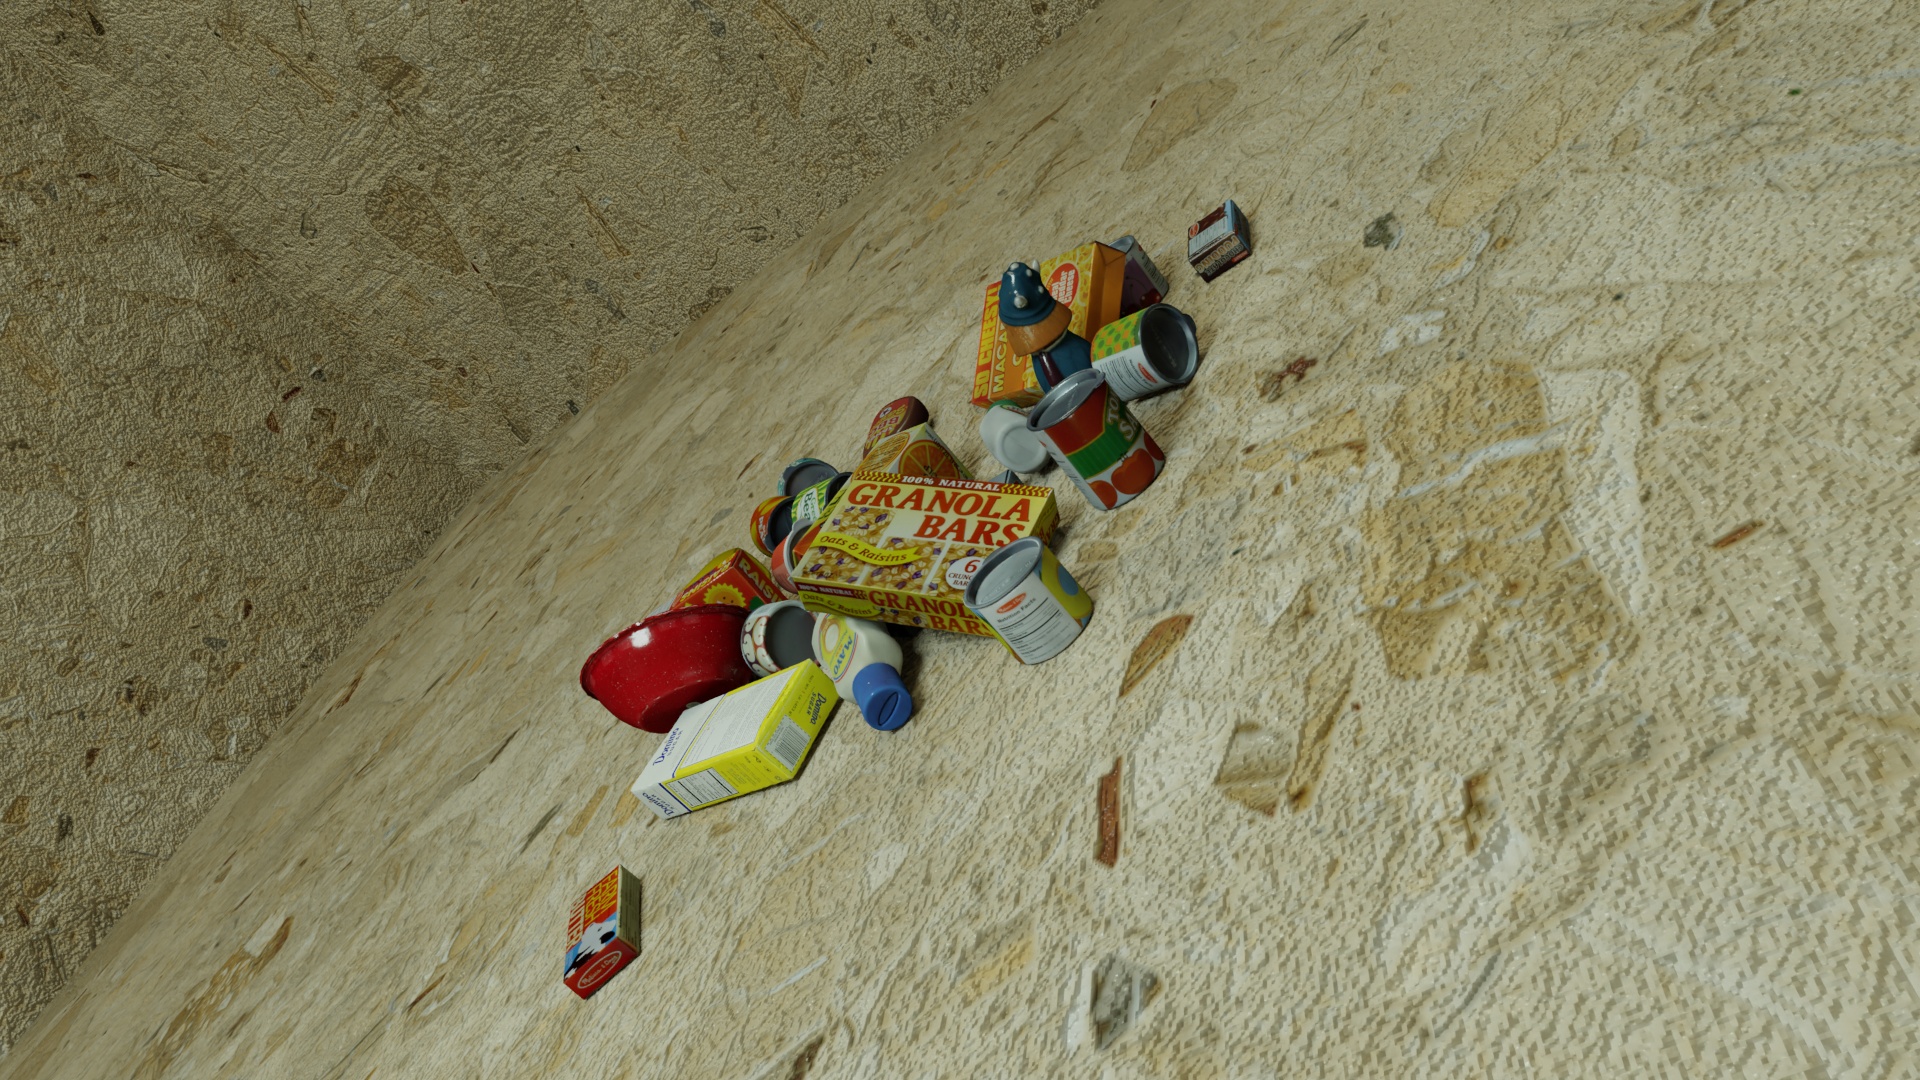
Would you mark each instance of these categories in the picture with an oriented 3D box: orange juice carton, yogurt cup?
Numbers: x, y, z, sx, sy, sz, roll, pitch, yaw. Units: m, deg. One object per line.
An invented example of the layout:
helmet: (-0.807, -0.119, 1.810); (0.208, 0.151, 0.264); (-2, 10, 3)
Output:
orange juice carton: (-0.076, -0.010, 1.213); (0.073, 0.071, 0.194); (-16, 32, 50)
yogurt cup: (-0.140, 0.019, 1.284); (0.073, 0.072, 0.053); (-53, 15, -28)

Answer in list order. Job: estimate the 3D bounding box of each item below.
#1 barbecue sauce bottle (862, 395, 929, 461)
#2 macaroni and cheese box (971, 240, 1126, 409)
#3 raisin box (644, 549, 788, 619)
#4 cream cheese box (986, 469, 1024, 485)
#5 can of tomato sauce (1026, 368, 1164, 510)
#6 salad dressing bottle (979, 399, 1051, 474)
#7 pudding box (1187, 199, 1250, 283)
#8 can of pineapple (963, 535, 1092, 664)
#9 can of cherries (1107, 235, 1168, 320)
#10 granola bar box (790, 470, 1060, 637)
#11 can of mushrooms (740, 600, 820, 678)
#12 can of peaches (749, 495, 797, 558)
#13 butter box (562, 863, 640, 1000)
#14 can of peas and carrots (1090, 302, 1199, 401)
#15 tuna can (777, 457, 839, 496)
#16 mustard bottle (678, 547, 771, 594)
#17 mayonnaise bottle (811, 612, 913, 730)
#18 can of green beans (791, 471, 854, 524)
barbecue sauce bottle: (-0.072, -0.091, 1.408); (0.064, 0.043, 0.149); (-30, 24, 25)
macaroni and cheese box: (0.079, -0.190, 1.270); (0.166, 0.040, 0.124); (-9, 70, 56)
raisin box: (-0.222, 0.077, 1.277); (0.123, 0.086, 0.040); (-34, 17, 20)
cream cheese box: (0.004, -0.014, 1.148); (0.103, 0.024, 0.054); (-31, 23, 26)
can of tomato sauce: (0.101, -0.074, 1.014); (0.071, 0.083, 0.071); (-35, 21, 16)
salad dressing bottle: (0.045, -0.093, 1.190); (0.044, 0.064, 0.148); (-57, 11, 9)
pudding box: (0.233, -0.271, 1.250); (0.049, 0.030, 0.084); (-33, 22, 26)
can of pineapple: (0.045, 0.039, 0.921); (0.071, 0.057, 0.071); (-35, 21, 16)
can of cherries: (0.149, -0.240, 1.296); (0.071, 0.058, 0.072); (-35, 22, 17)
granola bar box: (-0.024, 0.007, 1.031); (0.165, 0.039, 0.125); (6, 46, 25)
can of mushrooms: (-0.146, 0.086, 1.159); (0.033, 0.071, 0.071); (-15, 33, 49)
can of peaches: (-0.174, -0.011, 1.395); (0.071, 0.071, 0.058); (-48, 21, -17)
butter box: (-0.262, 0.285, 1.019); (0.053, 0.024, 0.104); (-40, 21, 1)
can of peas and carrots: (0.148, -0.151, 1.109); (0.058, 0.071, 0.071); (-16, 32, 50)
tuna can: (-0.158, -0.054, 1.449); (0.071, 0.071, 0.033); (-44, 19, -7)
mustard bottle: (-0.260, 0.074, 1.387); (0.160, 0.065, 0.049); (-38, 25, 19)
mayonnaise bottle: (-0.072, 0.089, 1.027); (0.064, 0.041, 0.148); (-64, 25, 13)
can of green beans: (-0.119, -0.027, 1.332); (0.057, 0.071, 0.071); (-20, 30, 46)
